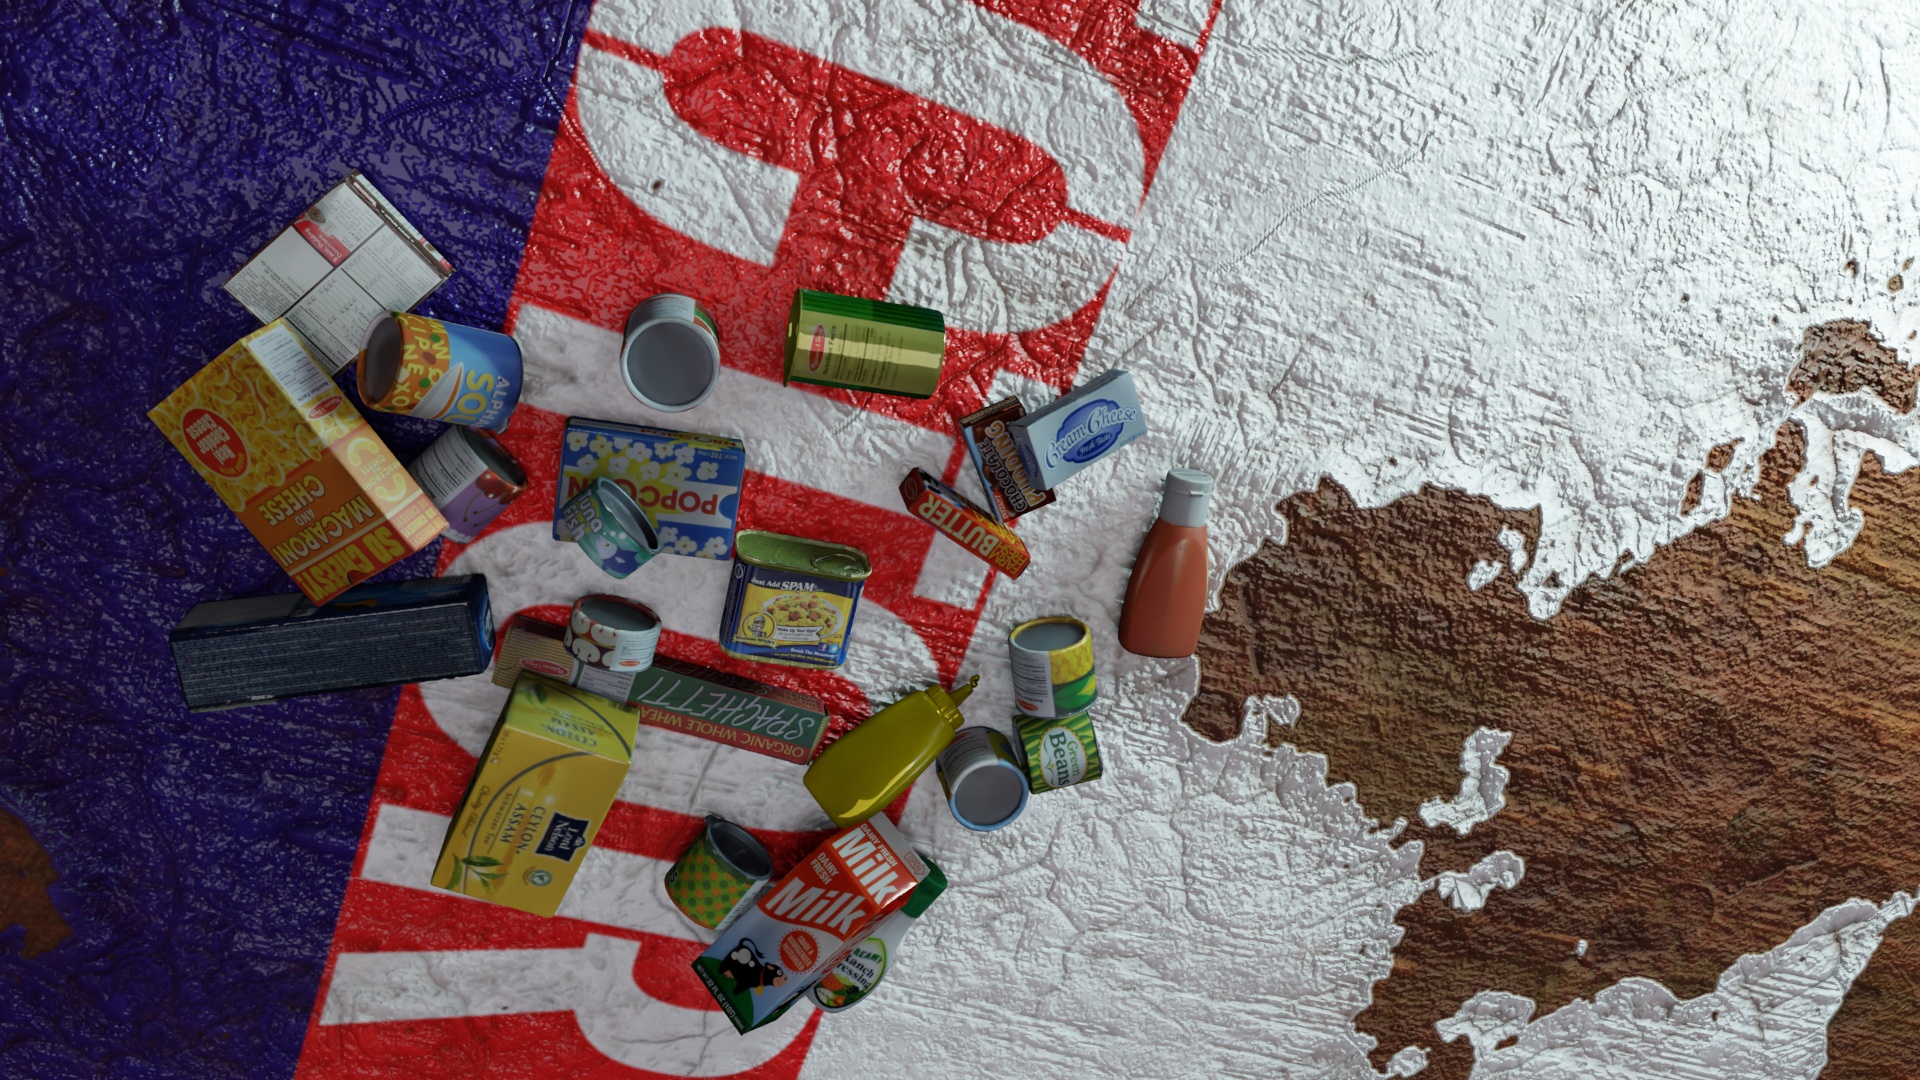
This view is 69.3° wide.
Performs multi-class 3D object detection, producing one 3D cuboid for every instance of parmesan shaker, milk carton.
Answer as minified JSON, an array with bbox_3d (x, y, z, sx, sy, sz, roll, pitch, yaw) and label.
[{"bbox_3d":[-0.069,-0.135,0.979,0.103,0.071,0.071,7,108,-15],"label":"parmesan shaker"},{"bbox_3d":[-0.114,0.301,1.110,0.190,0.073,0.072,-44,73,5],"label":"milk carton"}]

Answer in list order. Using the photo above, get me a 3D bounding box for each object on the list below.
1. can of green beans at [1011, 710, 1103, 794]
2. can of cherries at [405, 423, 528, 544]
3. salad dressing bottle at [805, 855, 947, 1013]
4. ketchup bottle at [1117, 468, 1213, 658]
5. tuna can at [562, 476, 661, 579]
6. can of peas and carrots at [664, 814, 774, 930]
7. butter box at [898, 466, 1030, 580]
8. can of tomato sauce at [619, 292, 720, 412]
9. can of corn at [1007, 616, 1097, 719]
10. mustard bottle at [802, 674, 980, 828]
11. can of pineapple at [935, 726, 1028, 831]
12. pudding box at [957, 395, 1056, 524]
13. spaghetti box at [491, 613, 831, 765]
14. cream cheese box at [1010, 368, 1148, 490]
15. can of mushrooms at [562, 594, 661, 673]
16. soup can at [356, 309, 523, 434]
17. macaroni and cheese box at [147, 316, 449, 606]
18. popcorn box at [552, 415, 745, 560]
[{"bbox_3d":[0.077,0.167,1.119,0.058,0.071,0.071,-13,112,-6],"label":"can of green beans"},{"bbox_3d":[-0.342,-0.040,0.960,0.058,0.072,0.071,-42,112,5],"label":"can of cherries"},{"bbox_3d":[-0.071,0.327,1.159,0.064,0.044,0.147,39,98,-14],"label":"salad dressing bottle"},{"bbox_3d":[0.168,0.018,1.096,0.065,0.044,0.148,4,109,-14],"label":"ketchup bottle"},{"bbox_3d":[-0.238,-0.009,0.945,0.033,0.071,0.071,-37,113,5],"label":"tuna can"},{"bbox_3d":[-0.193,0.263,1.100,0.071,0.071,0.058,36,100,-21],"label":"can of peas and carrots"},{"bbox_3d":[0.004,-0.013,1.045,0.103,0.053,0.024,33,103,-20],"label":"butter box"},{"bbox_3d":[-0.196,-0.127,0.946,0.071,0.083,0.071,-4,110,-10],"label":"can of tomato sauce"},{"bbox_3d":[0.074,0.098,1.095,0.071,0.071,0.058,-11,112,-7],"label":"can of corn"},{"bbox_3d":[-0.046,0.159,1.094,0.160,0.048,0.065,-36,78,-9],"label":"mustard bottle"},{"bbox_3d":[0.018,0.194,1.121,0.071,0.058,0.070,-4,111,-10],"label":"can of pineapple"},{"bbox_3d":[0.035,-0.061,1.047,0.050,0.030,0.083,-22,112,-3],"label":"pudding box"},{"bbox_3d":[-0.225,0.116,1.058,0.250,0.029,0.050,18,106,-17],"label":"spaghetti box"},{"bbox_3d":[0.089,-0.083,1.034,0.104,0.024,0.053,-30,113,-25],"label":"cream cheese box"},{"bbox_3d":[-0.256,0.066,1.015,0.071,0.071,0.033,14,107,-16],"label":"can of mushrooms"},{"bbox_3d":[-0.341,-0.109,0.911,0.084,0.071,0.071,8,111,-47],"label":"soup can"},{"bbox_3d":[-0.434,-0.046,0.911,0.123,0.040,0.166,-23,110,33],"label":"macaroni and cheese box"},{"bbox_3d":[-0.224,-0.037,0.998,0.127,0.038,0.085,7,107,-14],"label":"popcorn box"}]
